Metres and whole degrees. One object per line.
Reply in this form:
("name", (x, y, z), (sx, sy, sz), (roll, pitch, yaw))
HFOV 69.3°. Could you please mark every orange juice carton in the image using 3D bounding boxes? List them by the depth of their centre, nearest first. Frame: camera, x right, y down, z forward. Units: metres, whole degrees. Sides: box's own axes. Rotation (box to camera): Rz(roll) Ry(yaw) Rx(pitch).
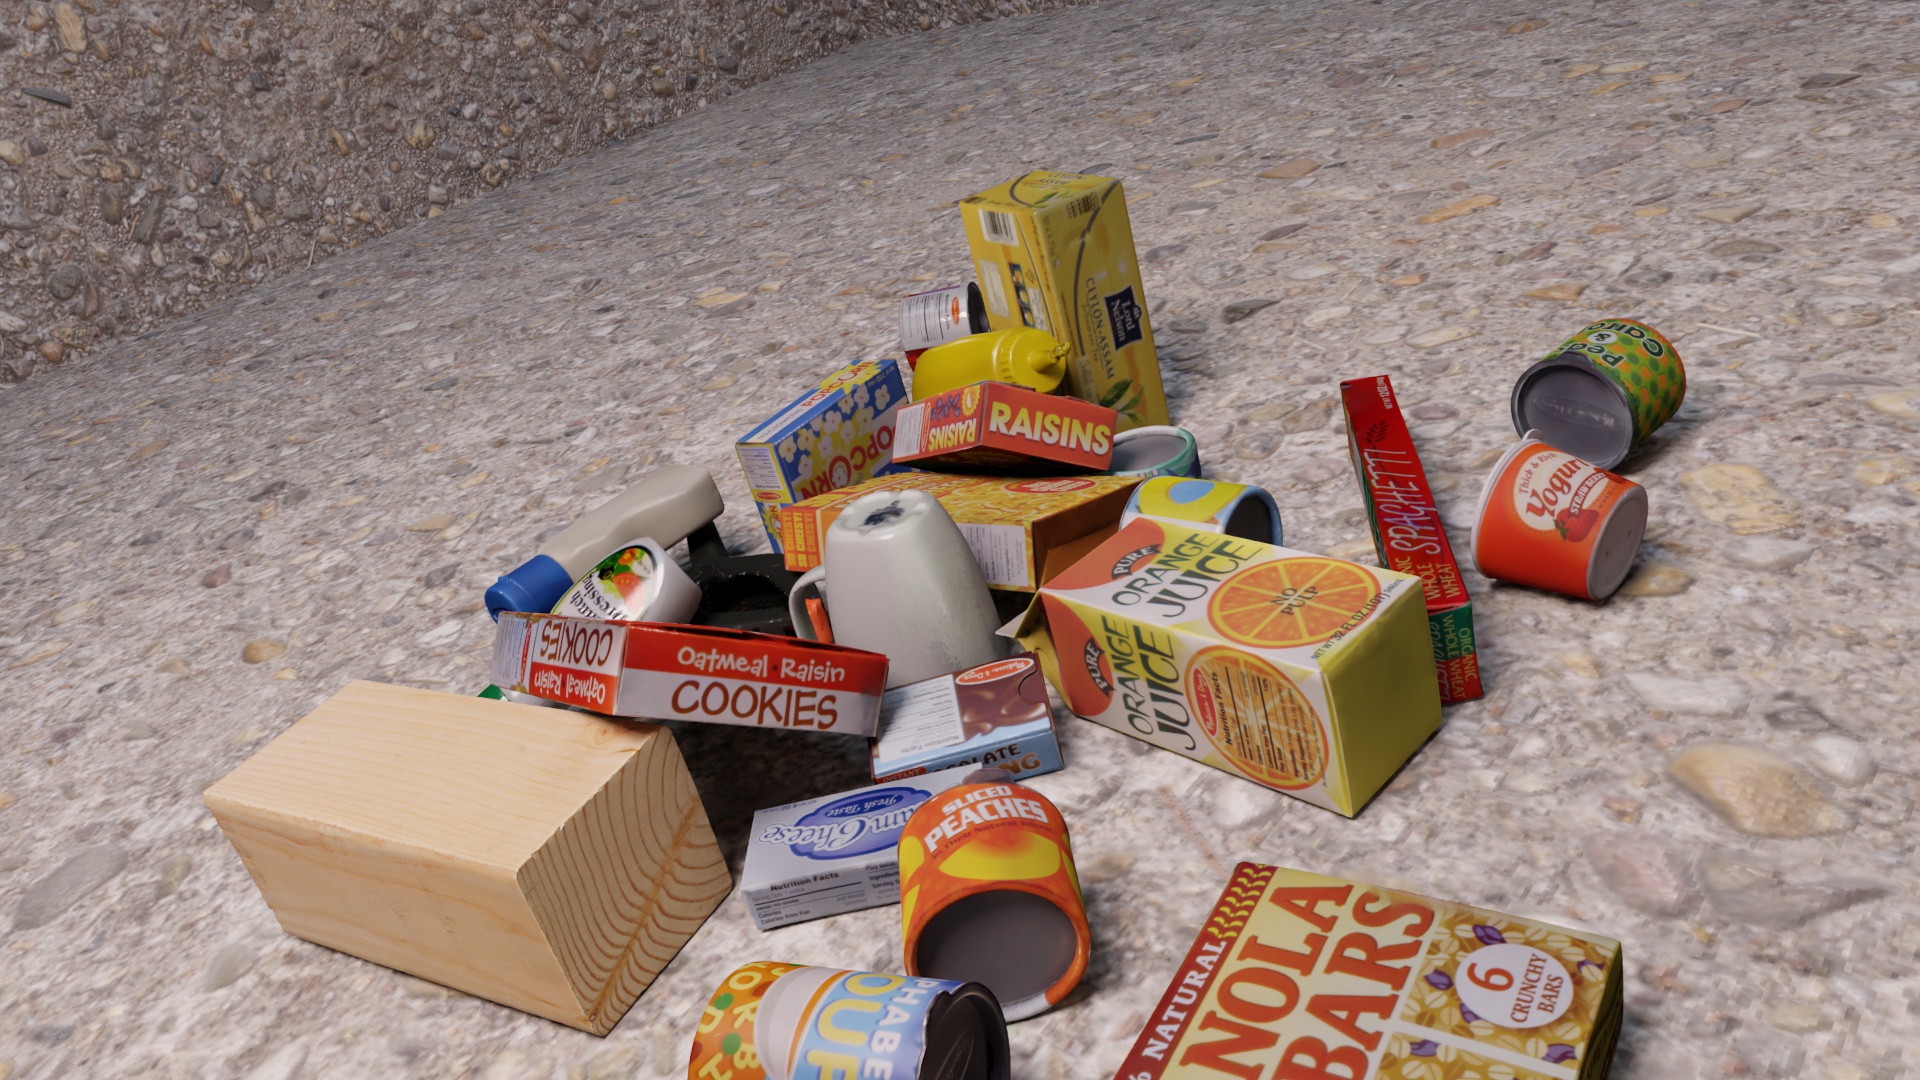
("orange juice carton", (0.103, 0.045, 0.610), (0.072, 0.072, 0.193), (-34, 31, -32))

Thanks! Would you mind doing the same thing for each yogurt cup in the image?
("yogurt cup", (0.272, -0.007, 0.629), (0.073, 0.072, 0.054), (-33, 38, -30))

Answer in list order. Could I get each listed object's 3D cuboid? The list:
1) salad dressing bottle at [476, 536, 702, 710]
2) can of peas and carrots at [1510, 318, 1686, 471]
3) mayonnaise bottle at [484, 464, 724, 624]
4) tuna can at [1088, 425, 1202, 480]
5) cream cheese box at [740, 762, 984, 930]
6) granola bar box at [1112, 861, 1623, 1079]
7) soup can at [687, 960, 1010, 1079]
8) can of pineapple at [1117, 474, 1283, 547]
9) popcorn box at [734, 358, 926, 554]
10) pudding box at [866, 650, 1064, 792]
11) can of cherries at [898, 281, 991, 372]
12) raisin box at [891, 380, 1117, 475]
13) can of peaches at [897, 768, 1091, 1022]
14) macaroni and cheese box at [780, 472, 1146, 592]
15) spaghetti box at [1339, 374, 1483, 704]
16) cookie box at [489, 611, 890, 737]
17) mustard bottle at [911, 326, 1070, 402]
("salad dressing bottle", (-0.207, 0.062, 0.740), (0.148, 0.043, 0.064), (-43, 55, -11))
("can of peas and carrots", (0.332, -0.078, 0.724), (0.059, 0.070, 0.071), (-32, 30, -30))
("mayonnaise bottle", (-0.212, 0.005, 0.824), (0.064, 0.041, 0.149), (0, 30, 43))
("tuna can", (0.108, -0.038, 0.816), (0.071, 0.032, 0.071), (-13, 26, 6))
("cream cheese box", (-0.037, 0.127, 0.581), (0.104, 0.024, 0.053), (-13, 27, 6))
("granola bar box", (0.108, 0.170, 0.399), (0.124, 0.039, 0.166), (4, 32, 35))
("soup can", (-0.035, 0.169, 0.444), (0.084, 0.071, 0.072), (-2, 29, 26))
("can of pineapple", (0.121, 0.002, 0.693), (0.058, 0.070, 0.071), (9, 36, 41))
("popcorn box", (-0.080, -0.053, 0.890), (0.038, 0.085, 0.127), (4, 33, 37))
("pudding box", (0.001, 0.086, 0.623), (0.084, 0.030, 0.050), (-15, 41, 2))
("can of cherries", (-0.011, -0.165, 1.099), (0.058, 0.071, 0.072), (-9, 27, 15))
("raisin box", (0.023, -0.061, 0.820), (0.086, 0.040, 0.123), (10, -6, -25))
("can of peaches", (0.011, 0.128, 0.501), (0.071, 0.071, 0.058), (-15, 27, 3))
("macaroni and cheese box", (0.003, -0.010, 0.773), (0.166, 0.040, 0.124), (4, 14, 34))
("spaghetti box", (0.216, -0.011, 0.681), (0.028, 0.050, 0.251), (-11, 27, 14))
("cookie box", (-0.130, 0.059, 0.641), (0.123, 0.040, 0.167), (10, -6, -34))
("mustard bottle", (0.024, -0.103, 0.860), (0.065, 0.049, 0.160), (5, -5, -25))
